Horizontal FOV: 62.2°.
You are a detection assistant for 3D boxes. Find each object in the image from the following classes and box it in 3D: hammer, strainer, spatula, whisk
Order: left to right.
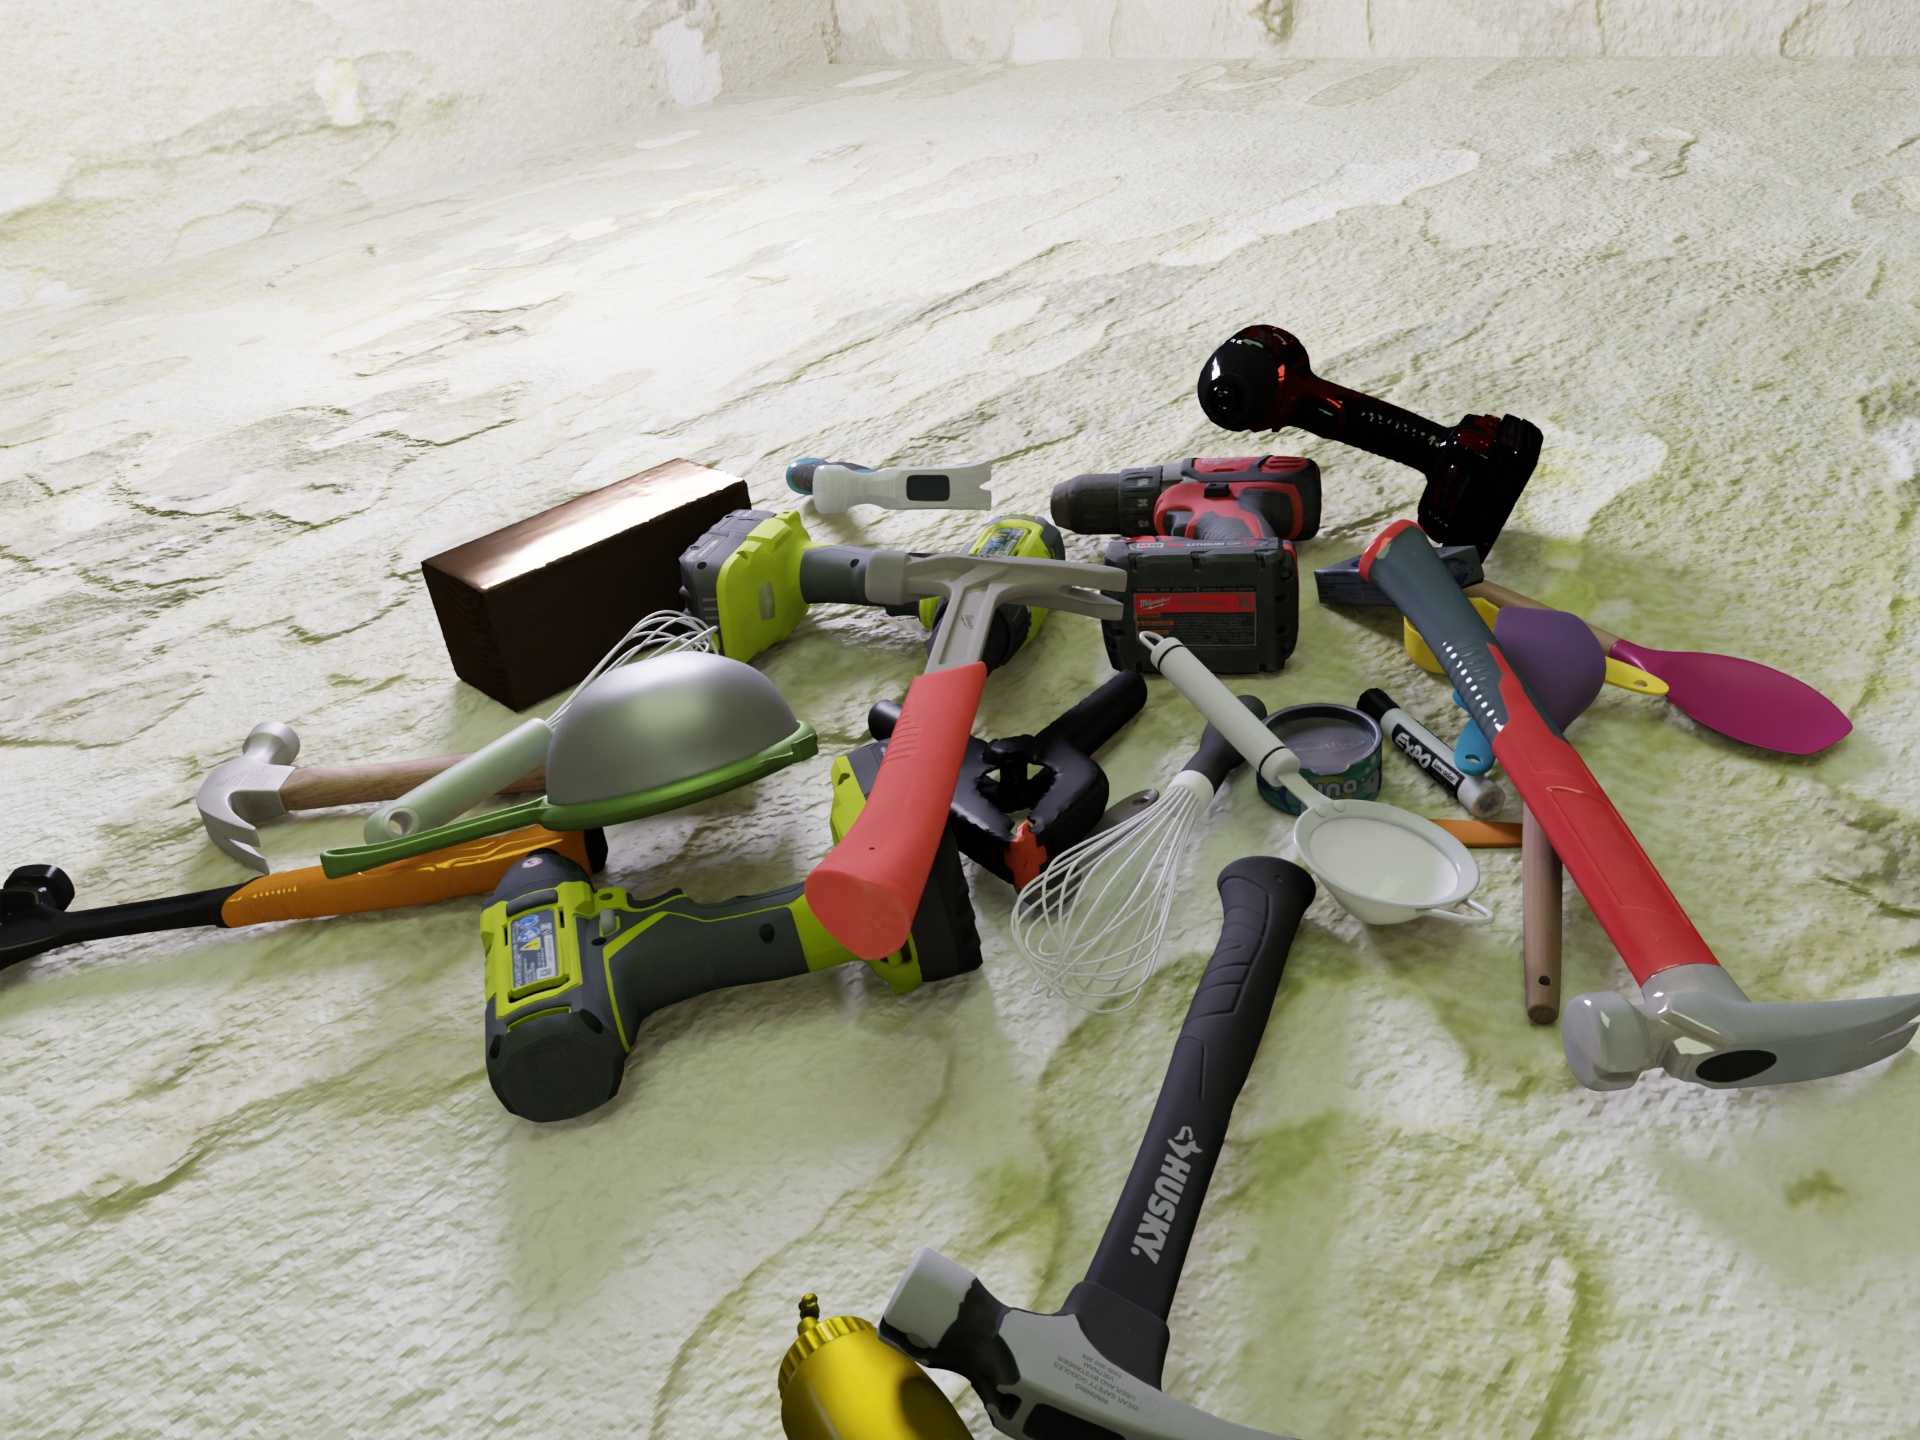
[{"bbox_3d":[-0.357,0.096,0.844,0.337,0.034,0.127,-10,30,-3],"label":"hammer"},{"bbox_3d":[-0.286,0.032,0.937,0.331,0.031,0.130,-5,30,5],"label":"hammer"},{"bbox_3d":[-0.230,0.006,0.902,0.246,0.058,0.059,-37,6,-37],"label":"whisk"},{"bbox_3d":[-0.204,0.016,0.817,0.256,0.069,0.151,-16,10,-11],"label":"strainer"},{"bbox_3d":[-0.073,-0.170,1.132,0.128,0.033,0.331,-3,11,-17],"label":"hammer"},{"bbox_3d":[-0.001,-0.002,0.771,0.149,0.036,0.359,6,28,5],"label":"hammer"},{"bbox_3d":[0.103,0.054,0.792,0.070,0.070,0.285,9,29,26],"label":"whisk"},{"bbox_3d":[0.098,0.149,0.618,0.146,0.035,0.335,26,32,9],"label":"hammer"},{"bbox_3d":[0.163,0.029,0.785,0.087,0.050,0.259,-10,42,-29],"label":"strainer"},{"bbox_3d":[0.292,0.030,0.790,0.060,0.018,0.316,7,39,15],"label":"spatula"},{"bbox_3d":[0.291,0.015,0.764,0.143,0.038,0.387,-4,38,-6],"label":"hammer"}]

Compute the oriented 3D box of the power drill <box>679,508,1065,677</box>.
[{"bbox_3d":[-0.057,-0.078,1.015,0.228,0.080,0.191,3,26,15],"label":"power drill"}]

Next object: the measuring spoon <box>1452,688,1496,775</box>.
[{"bbox_3d":[0.280,-0.003,0.847,0.042,0.021,0.128,15,26,18],"label":"measuring spoon"}]

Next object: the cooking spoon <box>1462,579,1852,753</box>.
[{"bbox_3d":[0.365,-0.050,0.933,0.069,0.017,0.319,-25,35,-22],"label":"cooking spoon"}]

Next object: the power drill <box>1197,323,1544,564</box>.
[{"bbox_3d":[0.261,-0.191,1.047,0.220,0.078,0.143,27,29,11],"label":"power drill"}]

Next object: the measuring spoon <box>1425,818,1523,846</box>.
[{"bbox_3d":[0.268,0.053,0.789,0.117,0.011,0.021,0,31,14],"label":"measuring spoon"}]

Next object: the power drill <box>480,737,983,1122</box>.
[{"bbox_3d":[-0.115,0.089,0.761,0.223,0.080,0.171,-16,31,-8],"label":"power drill"}]

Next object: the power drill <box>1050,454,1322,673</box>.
[{"bbox_3d":[0.140,-0.115,1.043,0.188,0.080,0.227,1,29,13],"label":"power drill"}]

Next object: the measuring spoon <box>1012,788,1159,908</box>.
[{"bbox_3d":[0.070,0.066,0.817,0.034,0.018,0.124,3,24,38],"label":"measuring spoon"}]

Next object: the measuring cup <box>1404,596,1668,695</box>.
[{"bbox_3d":[0.325,-0.032,0.907,0.062,0.029,0.157,-31,40,-33],"label":"measuring cup"}]
